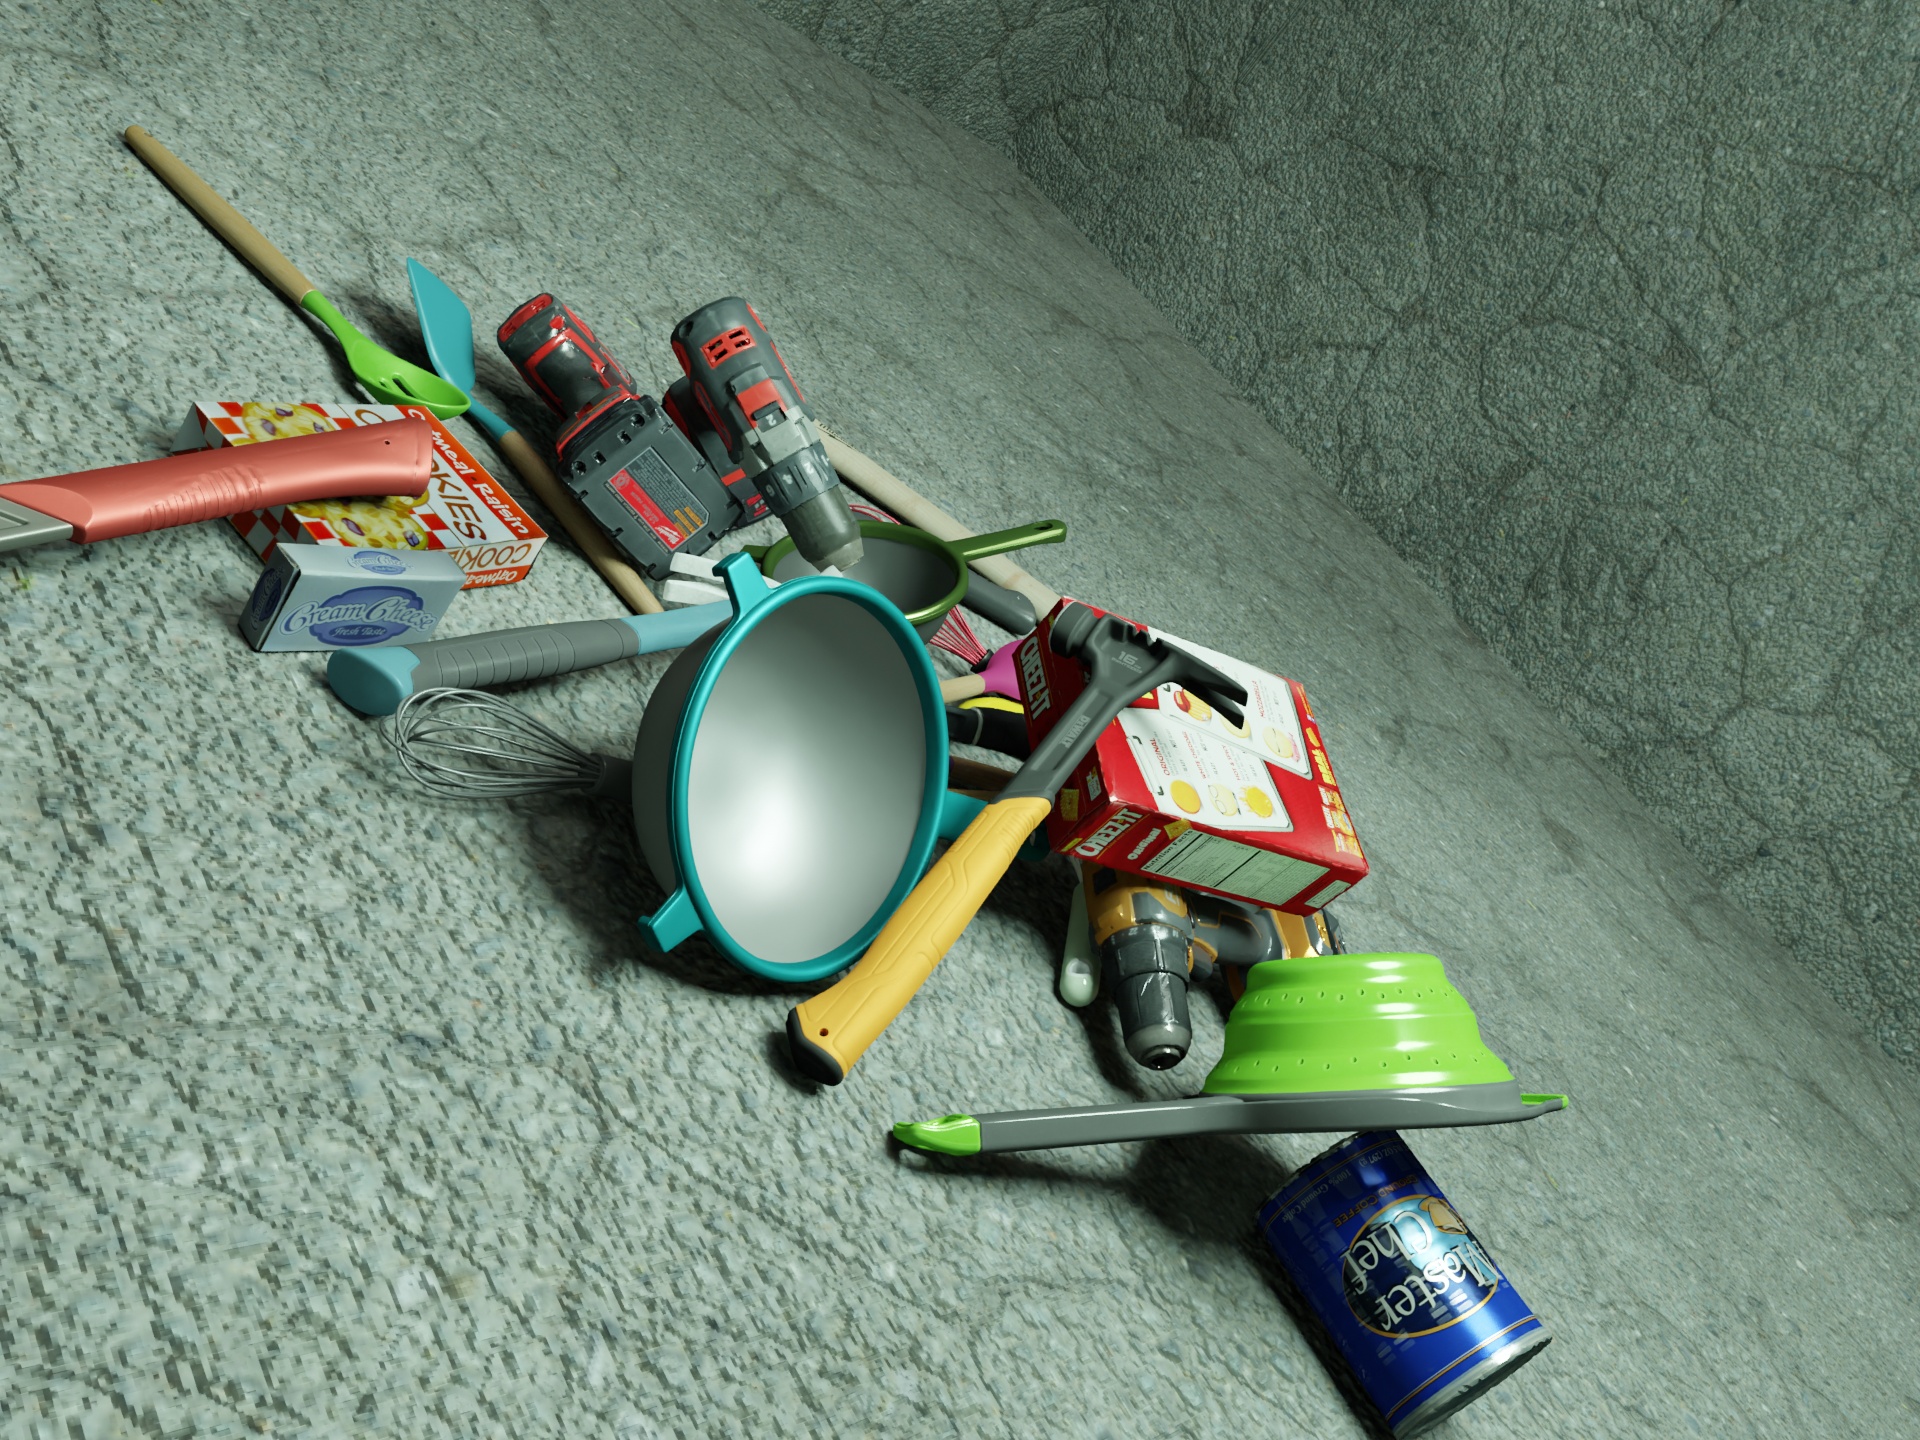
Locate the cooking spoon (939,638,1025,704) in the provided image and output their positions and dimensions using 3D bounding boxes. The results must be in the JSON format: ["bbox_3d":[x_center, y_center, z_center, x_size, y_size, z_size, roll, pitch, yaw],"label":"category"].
[{"bbox_3d":[-0.003,-0.022,1.161,0.319,0.017,0.069,-16,58,-49],"label":"cooking spoon"}]

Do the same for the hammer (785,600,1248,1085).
[{"bbox_3d":[0.026,0.067,0.867,0.127,0.034,0.337,28,57,21],"label":"hammer"}]

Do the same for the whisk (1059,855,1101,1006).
[{"bbox_3d":[0.091,0.117,1.102,0.058,0.059,0.246,3,29,8],"label":"whisk"}]

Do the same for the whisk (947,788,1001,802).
[{"bbox_3d":[0.066,0.061,1.083,0.245,0.051,0.047,5,45,-24],"label":"whisk"}]

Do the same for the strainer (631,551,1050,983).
[{"bbox_3d":[-0.069,0.040,0.896,0.095,0.211,0.340,6,-8,35],"label":"strainer"}]

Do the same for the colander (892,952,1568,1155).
[{"bbox_3d":[0.149,0.180,0.880,0.397,0.204,0.094,2,78,-24],"label":"colander"}]

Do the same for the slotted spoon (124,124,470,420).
[{"bbox_3d":[-0.444,-0.293,1.049,0.314,0.031,0.070,42,24,9],"label":"slotted spoon"}]

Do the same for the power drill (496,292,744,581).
[{"bbox_3d":[-0.235,-0.196,1.091,0.143,0.078,0.220,51,1,-44],"label":"power drill"}]

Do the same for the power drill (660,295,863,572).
[{"bbox_3d":[-0.137,-0.183,1.103,0.188,0.080,0.227,61,-10,-8],"label":"power drill"}]

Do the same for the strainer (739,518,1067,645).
[{"bbox_3d":[-0.027,-0.097,1.186,0.256,0.069,0.152,-17,40,-31],"label":"strainer"}]

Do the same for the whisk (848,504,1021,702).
[{"bbox_3d":[0.002,-0.062,1.262,0.295,0.073,0.073,42,23,-8],"label":"whisk"}]

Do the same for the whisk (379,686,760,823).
[{"bbox_3d":[-0.195,0.027,0.839,0.238,0.055,0.055,19,31,-48],"label":"whisk"}]

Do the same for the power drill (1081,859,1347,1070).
[{"bbox_3d":[0.172,0.168,1.050,0.226,0.084,0.186,30,37,-33],"label":"power drill"}]

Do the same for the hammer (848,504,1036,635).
[{"bbox_3d":[-0.071,-0.154,1.342,0.334,0.035,0.146,27,26,-27],"label":"hammer"}]

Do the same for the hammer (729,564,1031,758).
[{"bbox_3d":[-0.002,-0.003,1.051,0.408,0.149,0.036,11,34,-51],"label":"hammer"}]

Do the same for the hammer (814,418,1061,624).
[{"bbox_3d":[-0.037,-0.194,1.460,0.410,0.038,0.146,35,23,-12],"label":"hammer"}]

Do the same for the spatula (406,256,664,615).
[{"bbox_3d":[-0.281,-0.179,1.065,0.318,0.044,0.082,49,2,15],"label":"spatula"}]

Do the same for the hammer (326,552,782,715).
[{"bbox_3d":[-0.202,-0.045,0.908,0.128,0.033,0.331,33,27,27],"label":"hammer"}]

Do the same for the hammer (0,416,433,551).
[{"bbox_3d":[-0.393,-0.106,0.727,0.149,0.036,0.359,45,33,10],"label":"hammer"}]

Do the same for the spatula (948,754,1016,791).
[{"bbox_3d":[0.008,0.035,1.135,0.315,0.018,0.060,19,69,-44],"label":"spatula"}]
